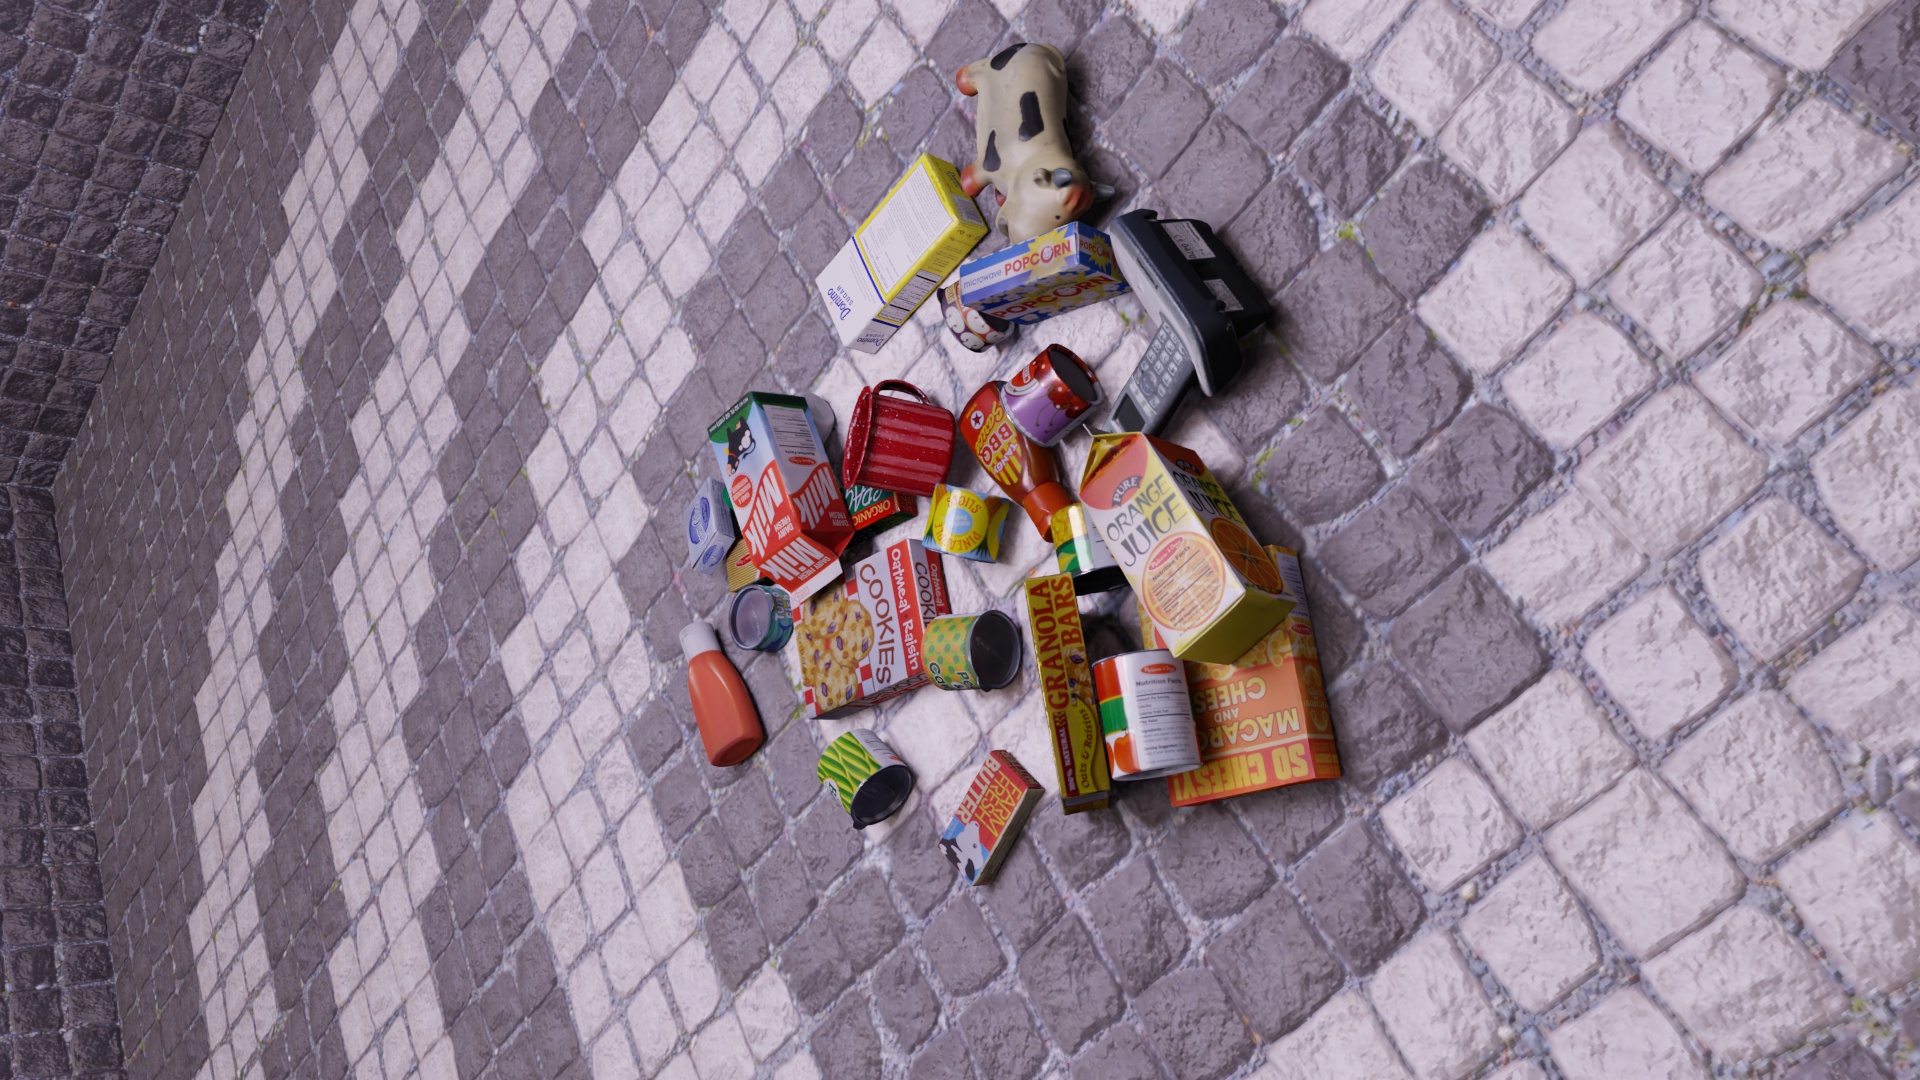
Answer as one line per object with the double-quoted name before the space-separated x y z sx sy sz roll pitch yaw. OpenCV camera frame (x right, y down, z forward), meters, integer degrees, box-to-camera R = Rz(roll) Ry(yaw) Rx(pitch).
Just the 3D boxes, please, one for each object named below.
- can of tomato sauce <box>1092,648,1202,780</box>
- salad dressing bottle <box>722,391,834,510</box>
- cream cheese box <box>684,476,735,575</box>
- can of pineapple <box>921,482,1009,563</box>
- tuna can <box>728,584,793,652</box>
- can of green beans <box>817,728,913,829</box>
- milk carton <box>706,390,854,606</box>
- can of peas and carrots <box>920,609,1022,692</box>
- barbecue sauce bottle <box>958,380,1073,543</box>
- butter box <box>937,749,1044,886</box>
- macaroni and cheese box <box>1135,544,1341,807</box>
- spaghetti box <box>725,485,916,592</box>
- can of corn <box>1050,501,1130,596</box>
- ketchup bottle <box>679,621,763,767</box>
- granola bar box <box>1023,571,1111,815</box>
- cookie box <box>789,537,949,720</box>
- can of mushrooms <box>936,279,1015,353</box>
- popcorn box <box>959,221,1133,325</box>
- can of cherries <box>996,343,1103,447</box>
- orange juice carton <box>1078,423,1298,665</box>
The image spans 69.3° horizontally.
"can of tomato sauce" 0.133 0.125 0.993 0.071 0.071 0.083 -22 69 39
"salad dressing bottle" -0.186 -0.086 1.396 0.147 0.044 0.064 -45 61 29
"cream cheese box" -0.261 -0.016 1.443 0.053 0.024 0.104 -53 32 23
"can of pineapple" 0.004 -0.015 1.189 0.071 0.071 0.058 15 93 43
"tuna can" -0.197 0.076 1.383 0.071 0.033 0.071 -8 77 42
"can of green beans" -0.085 0.209 1.234 0.058 0.071 0.071 39 109 40
"milk carton" -0.163 -0.039 1.297 0.072 0.073 0.191 -35 67 34
"can of peas and carrots" 0.008 0.095 1.167 0.058 0.071 0.071 -8 77 42
"barbecue sauce bottle" 0.052 -0.064 1.171 0.064 0.044 0.149 -53 52 33
"butter box" 0.025 0.231 1.158 0.053 0.024 0.103 40 110 39
"macaroni and cheese box" 0.199 0.101 1.009 0.123 0.040 0.167 -22 68 39
"spaghetti box" -0.140 -0.008 1.348 0.249 0.029 0.050 -24 67 38
"can of corn" 0.106 0.005 1.095 0.071 0.071 0.058 -25 66 37
"ketchup bottle" -0.248 0.152 1.410 0.064 0.043 0.149 -43 56 28
"granola bar box" 0.082 0.119 1.061 0.039 0.124 0.166 -10 72 2
"cookie box" -0.081 0.084 1.271 0.167 0.040 0.123 -26 66 38
"can of mushrooms" 0.014 -0.201 1.212 0.033 0.071 0.071 -27 65 35
"popcorn box" 0.073 -0.219 1.151 0.126 0.085 0.038 -12 76 40
"can of cherries" 0.073 -0.121 1.143 0.058 0.071 0.072 -40 58 31
"orange juice carton" 0.151 -0.010 0.998 0.072 0.072 0.193 -46 53 27
